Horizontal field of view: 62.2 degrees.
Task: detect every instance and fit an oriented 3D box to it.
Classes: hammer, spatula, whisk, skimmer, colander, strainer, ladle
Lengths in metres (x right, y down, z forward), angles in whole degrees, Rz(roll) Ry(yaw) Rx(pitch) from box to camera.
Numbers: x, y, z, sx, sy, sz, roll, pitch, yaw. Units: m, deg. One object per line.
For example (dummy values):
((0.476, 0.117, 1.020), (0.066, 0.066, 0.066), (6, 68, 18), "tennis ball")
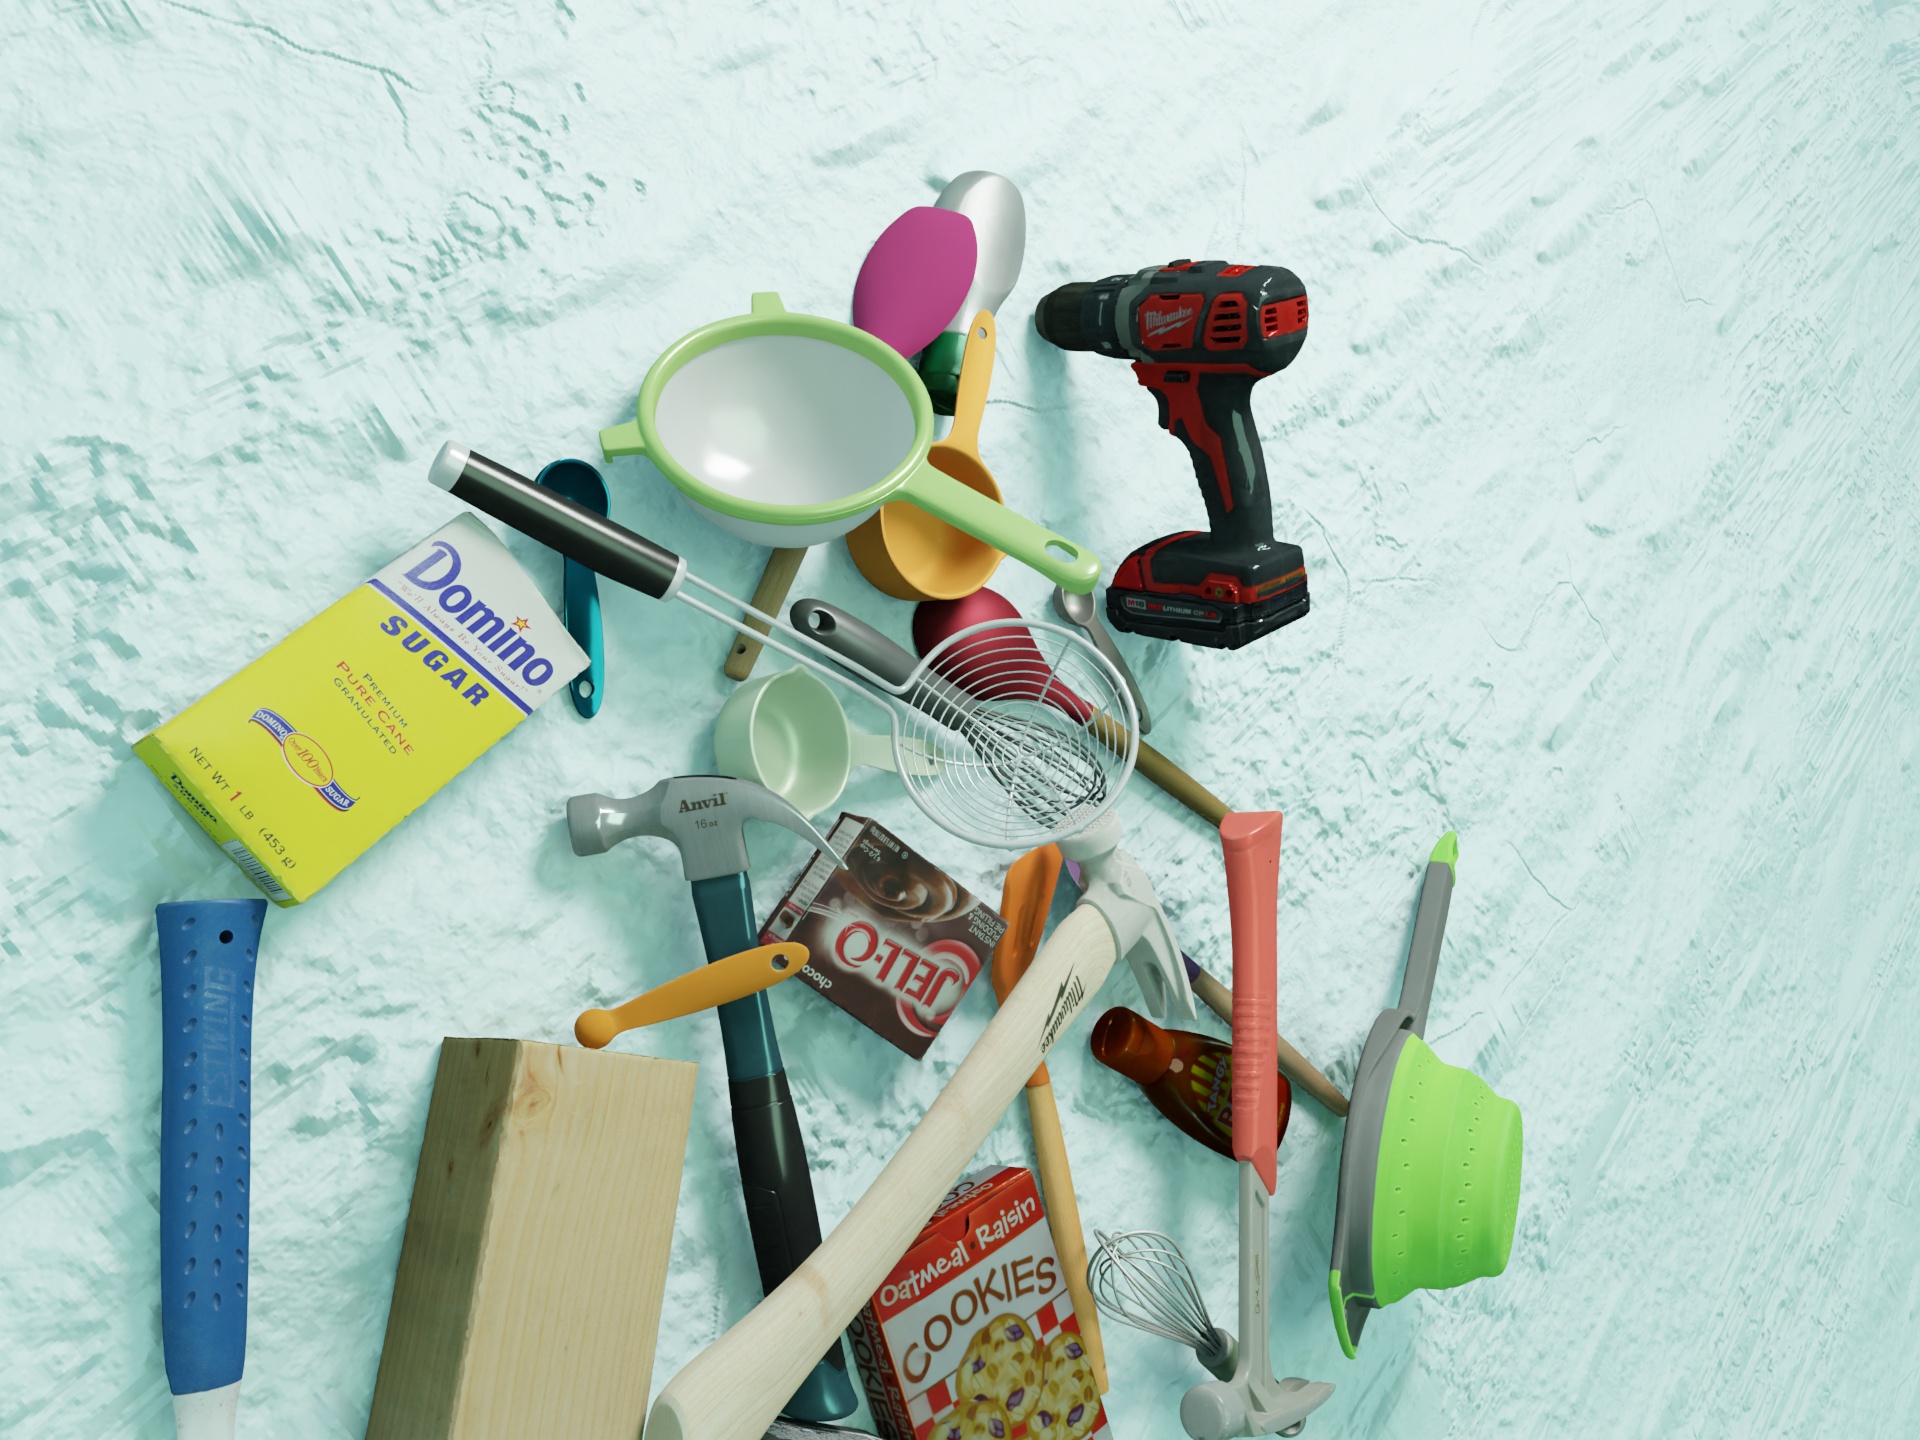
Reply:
((0.181, 0.235, 0.957), (0.149, 0.037, 0.359), (15, 74, -52), "hammer")
((0.164, 0.178, 1.024), (0.315, 0.018, 0.060), (42, 16, -29), "spatula")
((0.148, 0.374, 0.959), (0.058, 0.059, 0.246), (-42, 122, -3), "whisk")
((-0.076, -0.047, 0.773), (0.363, 0.090, 0.127), (28, 70, -27), "skimmer")
((-0.100, 0.188, 0.787), (0.128, 0.033, 0.331), (-11, 95, -8), "hammer")
((-0.303, 0.275, 0.626), (0.144, 0.035, 0.405), (3, 81, -39), "hammer")
((0.338, 0.236, 1.078), (0.204, 0.094, 0.397), (69, 35, -42), "colander")
((-0.002, -0.002, 0.912), (0.238, 0.055, 0.055), (33, 63, -27), "whisk")
((-0.046, -0.116, 0.822), (0.256, 0.069, 0.151), (29, 55, 11), "strainer")
((0.058, 0.233, 0.922), (0.081, 0.041, 0.322), (-14, 94, -64), "spatula")
((-0.004, 0.217, 0.794), (0.411, 0.038, 0.146), (-45, 119, -40), "hammer")
((0.094, 0.010, 1.001), (0.315, 0.031, 0.069), (34, 68, -32), "ladle")

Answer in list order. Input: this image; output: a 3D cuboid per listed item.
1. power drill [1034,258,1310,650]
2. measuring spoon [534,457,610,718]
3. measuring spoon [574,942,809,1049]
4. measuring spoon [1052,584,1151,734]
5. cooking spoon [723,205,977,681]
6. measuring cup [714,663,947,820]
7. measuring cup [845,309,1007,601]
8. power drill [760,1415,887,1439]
((0.130, -0.170, 0.989), (0.080, 0.188, 0.226), (-24, 116, -39), "power drill")
((-0.194, -0.065, 0.790), (0.042, 0.021, 0.128), (-7, 96, -44), "measuring spoon")
((-0.127, 0.131, 0.757), (0.117, 0.011, 0.021), (-19, 96, -7), "measuring spoon")
((0.090, -0.040, 1.015), (0.124, 0.018, 0.034), (59, 43, -23), "measuring spoon")
((-0.065, -0.163, 0.890), (0.017, 0.069, 0.319), (71, 38, -66), "cooking spoon")
((-0.069, 0.018, 0.868), (0.167, 0.038, 0.083), (10, 75, -54), "measuring cup")
((-0.015, -0.151, 0.913), (0.095, 0.052, 0.174), (20, 76, -35), "measuring cup")
((-0.079, 0.462, 0.752), (0.190, 0.080, 0.229), (26, 70, -33), "power drill")
